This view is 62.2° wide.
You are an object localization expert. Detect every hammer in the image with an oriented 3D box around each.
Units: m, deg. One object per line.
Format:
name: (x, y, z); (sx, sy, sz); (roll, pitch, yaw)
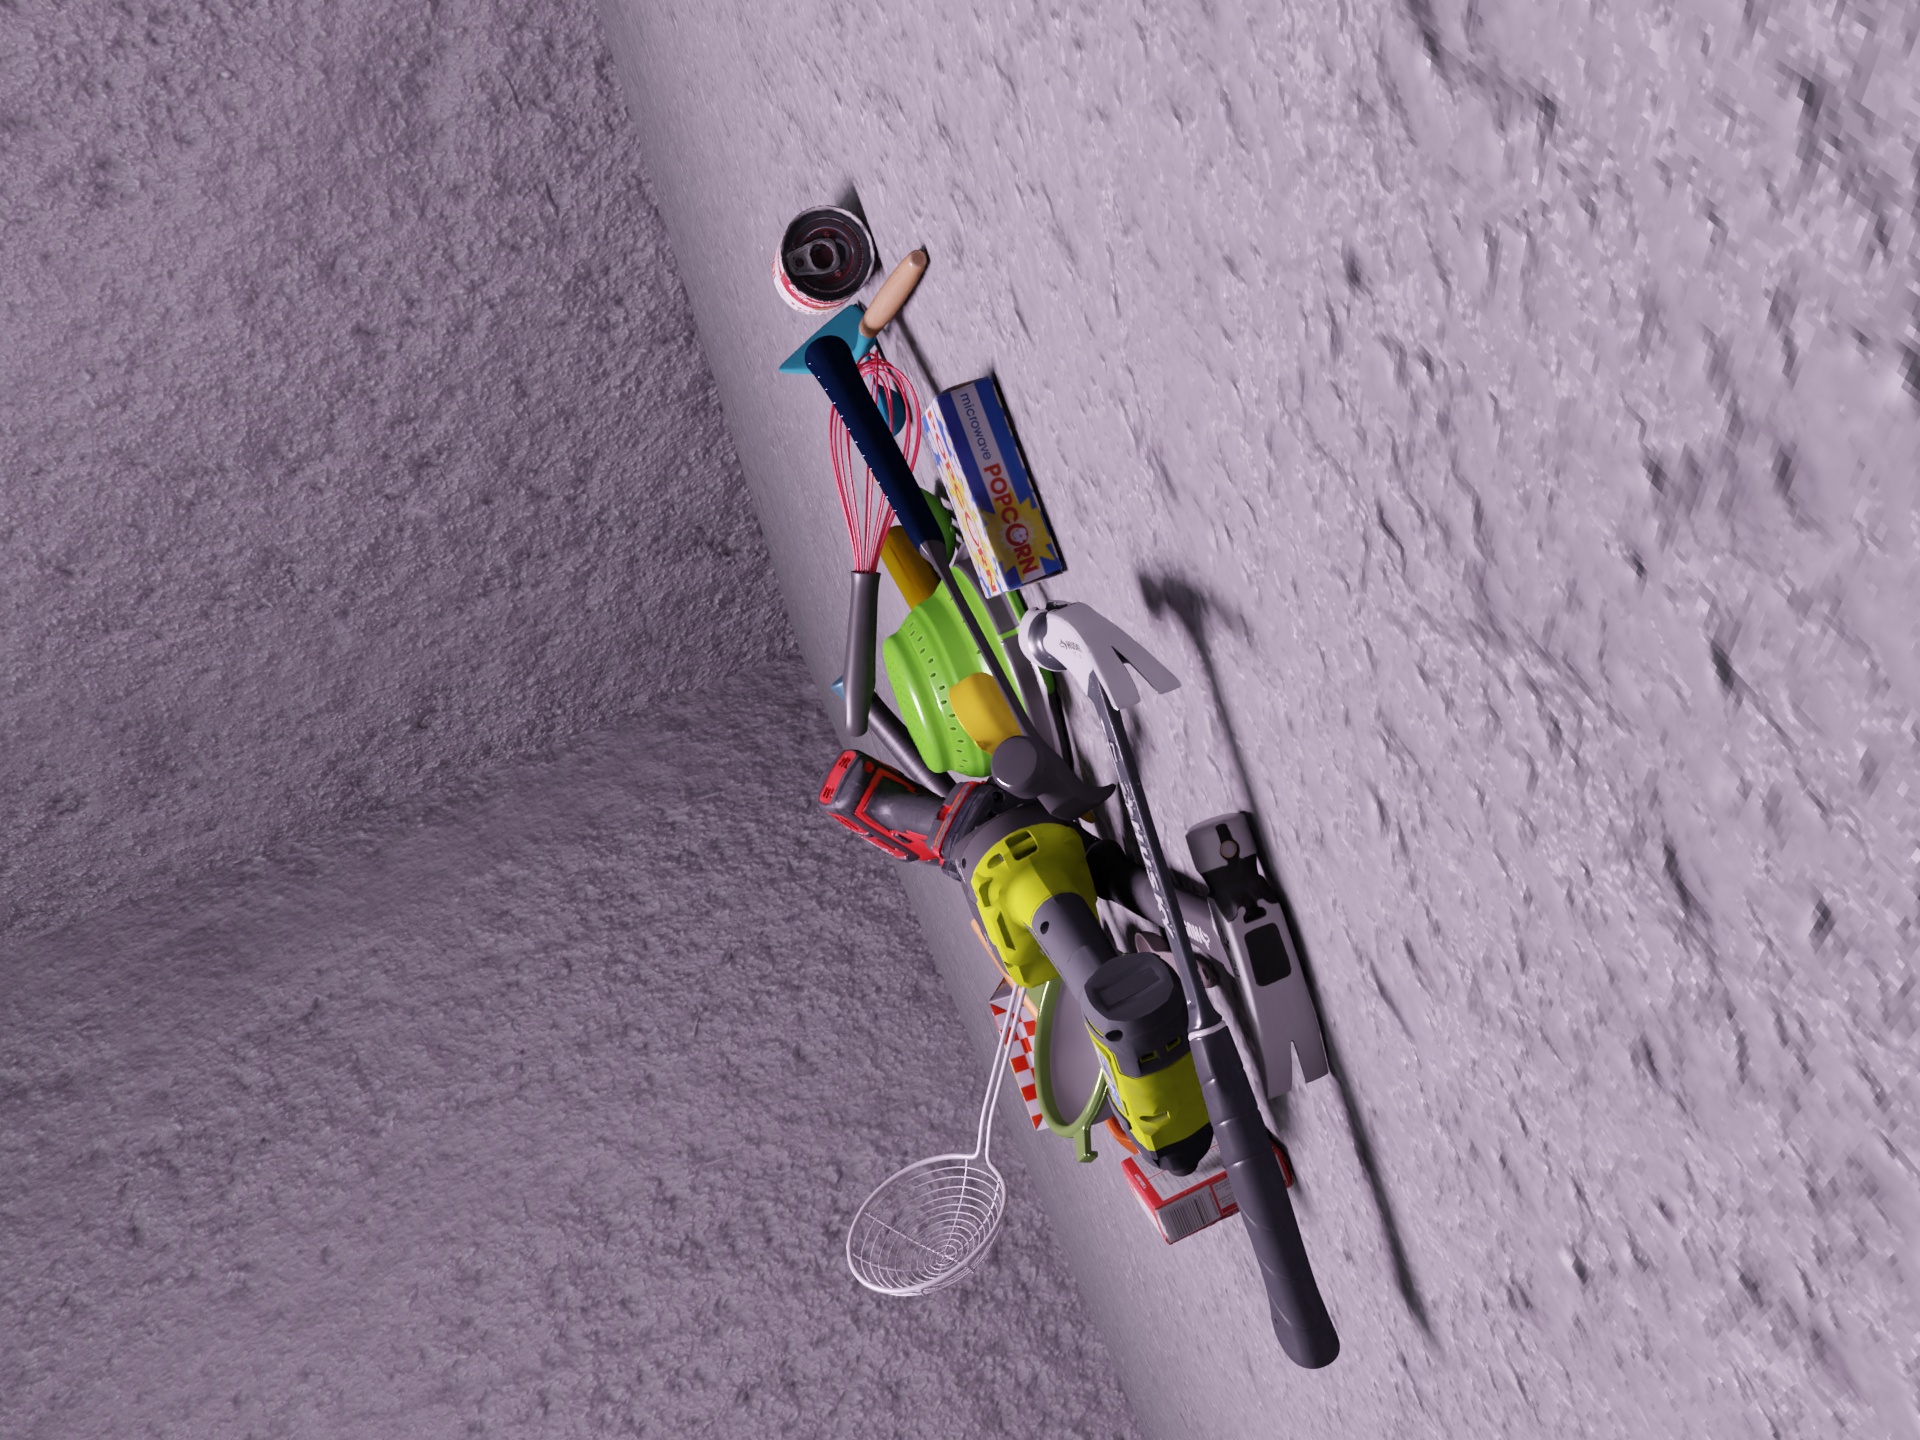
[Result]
hammer: (0.127, 0.115, 0.935); (0.335, 0.035, 0.146); (-172, 61, -81)
hammer: (-0.012, -0.103, 1.063); (0.144, 0.035, 0.406); (32, -153, -58)
hammer: (0.003, 0.079, 1.349); (0.331, 0.033, 0.128); (48, 174, 12)
hammer: (0.120, 0.138, 0.784); (0.149, 0.036, 0.409); (-146, 37, -76)

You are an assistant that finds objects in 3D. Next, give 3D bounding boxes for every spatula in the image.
spatula: (0.100, 0.268, 1.289); (0.323, 0.041, 0.080); (51, 176, 39)
spatula: (-0.070, -0.296, 1.143); (0.044, 0.082, 0.317); (48, 170, -9)

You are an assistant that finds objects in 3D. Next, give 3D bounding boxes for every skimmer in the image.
skimmer: (0.012, 0.243, 1.182); (0.127, 0.090, 0.363); (8, 80, 50)

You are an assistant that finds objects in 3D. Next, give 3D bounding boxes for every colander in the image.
colander: (-0.002, -0.004, 1.285); (0.397, 0.094, 0.205); (98, 150, -74)

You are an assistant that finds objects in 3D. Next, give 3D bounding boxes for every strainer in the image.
strainer: (0.098, 0.224, 1.210); (0.256, 0.069, 0.151); (-151, 72, -75)

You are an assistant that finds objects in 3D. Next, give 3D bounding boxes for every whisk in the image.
whisk: (-0.071, -0.133, 1.217); (0.073, 0.073, 0.296); (-139, 52, -74)

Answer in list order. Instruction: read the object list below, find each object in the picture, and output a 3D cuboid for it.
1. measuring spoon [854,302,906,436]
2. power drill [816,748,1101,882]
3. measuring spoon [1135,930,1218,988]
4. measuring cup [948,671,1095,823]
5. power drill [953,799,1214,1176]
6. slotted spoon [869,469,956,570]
measuring spoon: (-0.064, -0.285, 1.279); (0.042, 0.021, 0.129); (89, 168, -67)
power drill: (-0.002, 0.086, 1.188); (0.143, 0.078, 0.220); (35, 168, -32)
measuring spoon: (0.143, 0.155, 1.024); (0.124, 0.018, 0.034); (177, 73, -75)
measuring cup: (0.053, 0.021, 1.107); (0.156, 0.029, 0.062); (41, -157, -29)
power drill: (0.082, 0.167, 0.986); (0.223, 0.080, 0.171); (54, 167, 51)
slotted spoon: (-0.047, -0.189, 1.361); (0.314, 0.031, 0.070); (-124, 16, -67)
